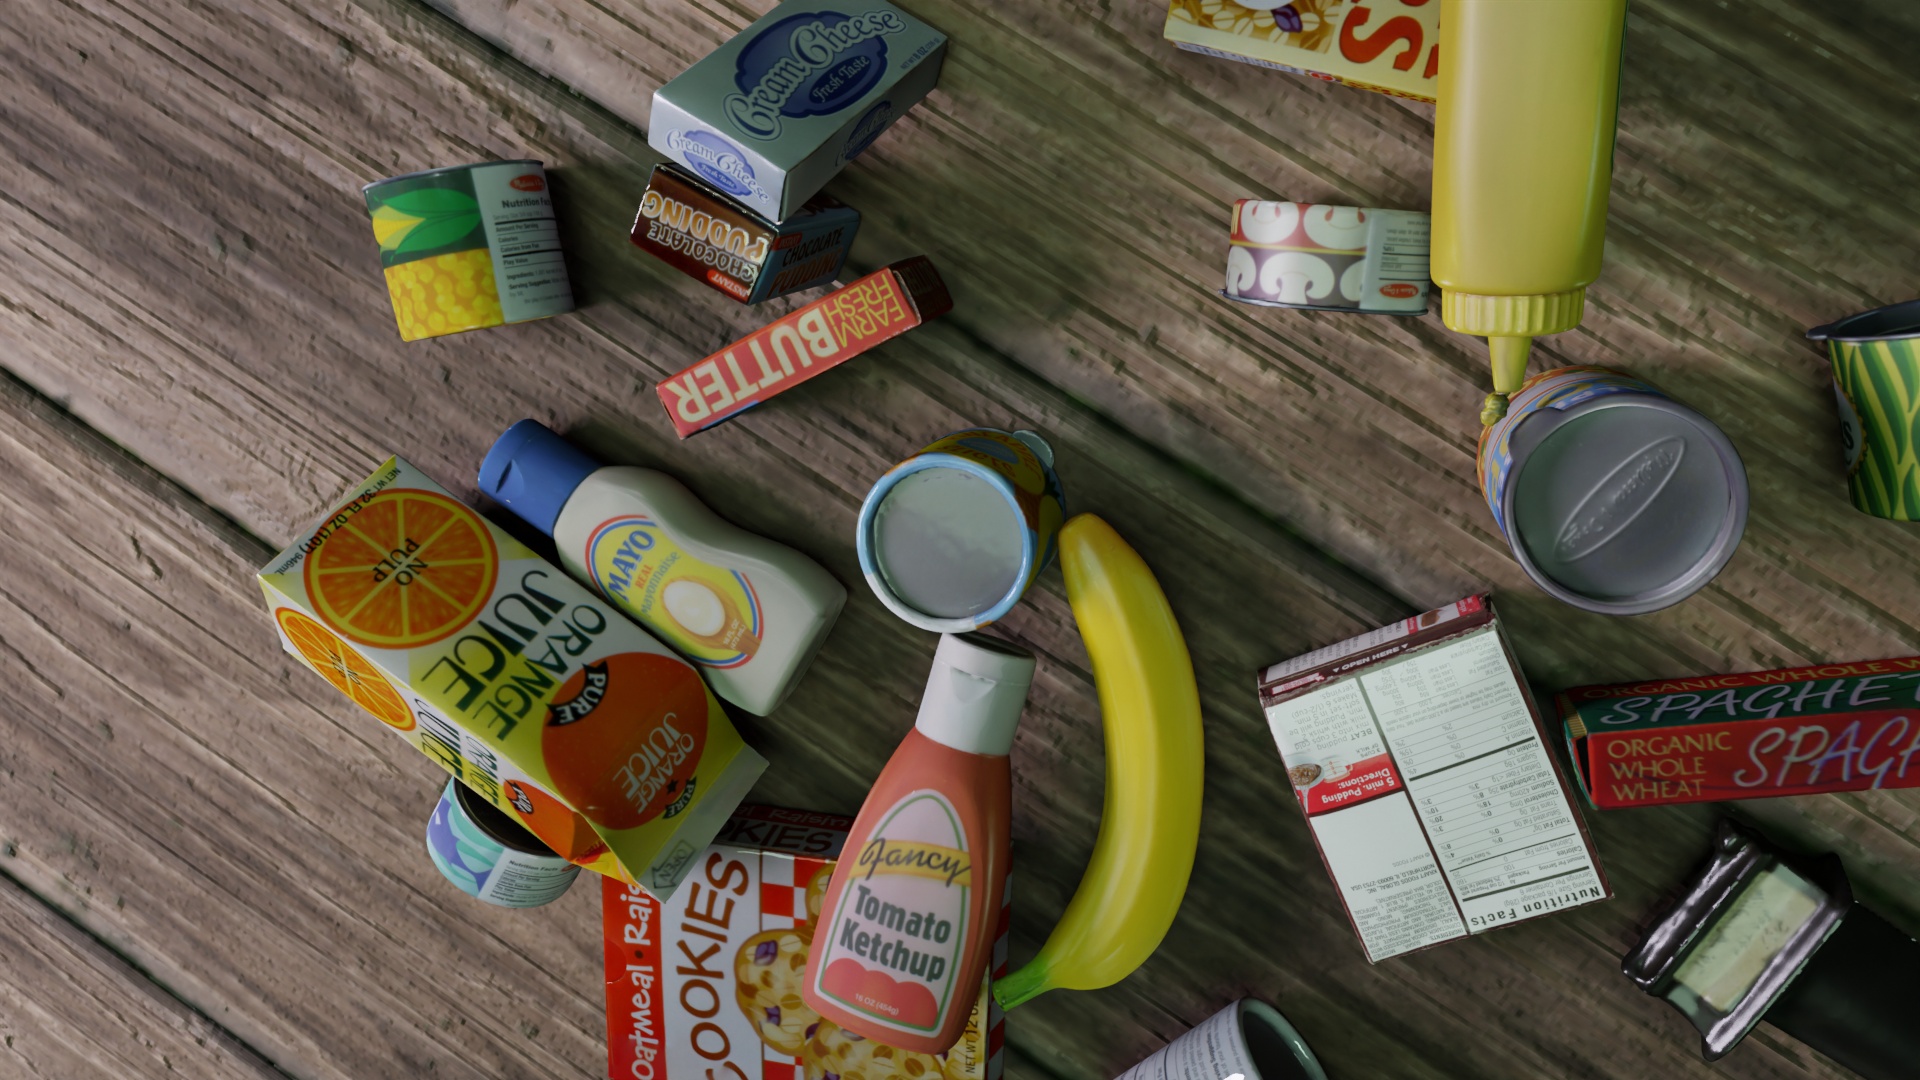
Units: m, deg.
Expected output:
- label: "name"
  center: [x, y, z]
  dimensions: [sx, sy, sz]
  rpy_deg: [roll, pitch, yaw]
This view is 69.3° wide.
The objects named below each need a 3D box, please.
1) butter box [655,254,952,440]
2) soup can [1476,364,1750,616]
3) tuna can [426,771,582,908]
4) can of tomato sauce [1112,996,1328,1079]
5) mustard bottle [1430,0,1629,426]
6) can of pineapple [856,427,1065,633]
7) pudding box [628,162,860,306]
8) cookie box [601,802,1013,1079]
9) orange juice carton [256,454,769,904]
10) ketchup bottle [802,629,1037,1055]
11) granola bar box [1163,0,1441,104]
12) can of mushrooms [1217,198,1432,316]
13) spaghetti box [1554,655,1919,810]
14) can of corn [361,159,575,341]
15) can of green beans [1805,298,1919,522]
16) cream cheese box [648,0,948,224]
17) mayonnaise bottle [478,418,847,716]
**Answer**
- label: "butter box"
  center: [-0.057, -0.072, 0.512]
  dimensions: [0.103, 0.053, 0.024]
  rpy_deg: [-23, 99, 18]
- label: "soup can"
  center: [0.200, -0.021, 0.441]
  dimensions: [0.071, 0.084, 0.071]
  rpy_deg: [3, 104, 14]
- label: "tuna can"
  center: [-0.188, 0.118, 0.585]
  dimensions: [0.071, 0.071, 0.032]
  rpy_deg: [35, 110, 4]
- label: "can of tomato sauce"
  center: [0.097, 0.227, 0.538]
  dimensions: [0.083, 0.071, 0.071]
  rpy_deg: [-40, 91, 19]
- label: "mustard bottle"
  center: [0.162, -0.111, 0.401]
  dimensions: [0.049, 0.065, 0.159]
  rpy_deg: [2, 110, 17]
- label: "can of pineapple"
  center: [0.002, -0.006, 0.510]
  dimensions: [0.071, 0.058, 0.070]
  rpy_deg: [3, 104, 14]
- label: "pudding box"
  center: [-0.073, -0.111, 0.491]
  dimensions: [0.050, 0.084, 0.030]
  rpy_deg: [29, 112, 6]
- label: "cookie box"
  center: [-0.066, 0.177, 0.580]
  dimensions: [0.167, 0.040, 0.122]
  rpy_deg: [5, 104, 13]
- label: "orange juice carton"
  center: [-0.172, 0.059, 0.549]
  dimensions: [0.193, 0.072, 0.072]
  rpy_deg: [35, 148, 4]
- label: "ketchup bottle"
  center: [-0.009, 0.108, 0.512]
  dimensions: [0.065, 0.043, 0.148]
  rpy_deg: [17, 95, 12]
- label: "granola bar box"
  center: [0.144, -0.226, 0.431]
  dimensions: [0.124, 0.039, 0.165]
  rpy_deg: [16, 106, 9]
- label: "can of mushrooms"
  center: [0.119, -0.093, 0.456]
  dimensions: [0.071, 0.071, 0.033]
  rpy_deg: [7, 105, 13]
- label: "spaghetti box"
  center: [0.327, 0.055, 0.446]
  dimensions: [0.250, 0.050, 0.028]
  rpy_deg: [-8, 100, 16]
- label: "can of corn"
  center: [-0.188, -0.110, 0.530]
  dimensions: [0.071, 0.071, 0.058]
  rpy_deg: [-7, 102, 16]
- label: "can of green beans"
  center: [0.303, -0.042, 0.420]
  dimensions: [0.071, 0.071, 0.057]
  rpy_deg: [-11, 101, 17]
- label: "cream cheese box"
  center: [-0.053, -0.152, 0.469]
  dimensions: [0.053, 0.104, 0.024]
  rpy_deg: [32, 142, 7]
- label: "mayonnaise bottle"
  center: [-0.121, 0.006, 0.553]
  dimensions: [0.148, 0.041, 0.064]
  rpy_deg: [33, 112, 4]
